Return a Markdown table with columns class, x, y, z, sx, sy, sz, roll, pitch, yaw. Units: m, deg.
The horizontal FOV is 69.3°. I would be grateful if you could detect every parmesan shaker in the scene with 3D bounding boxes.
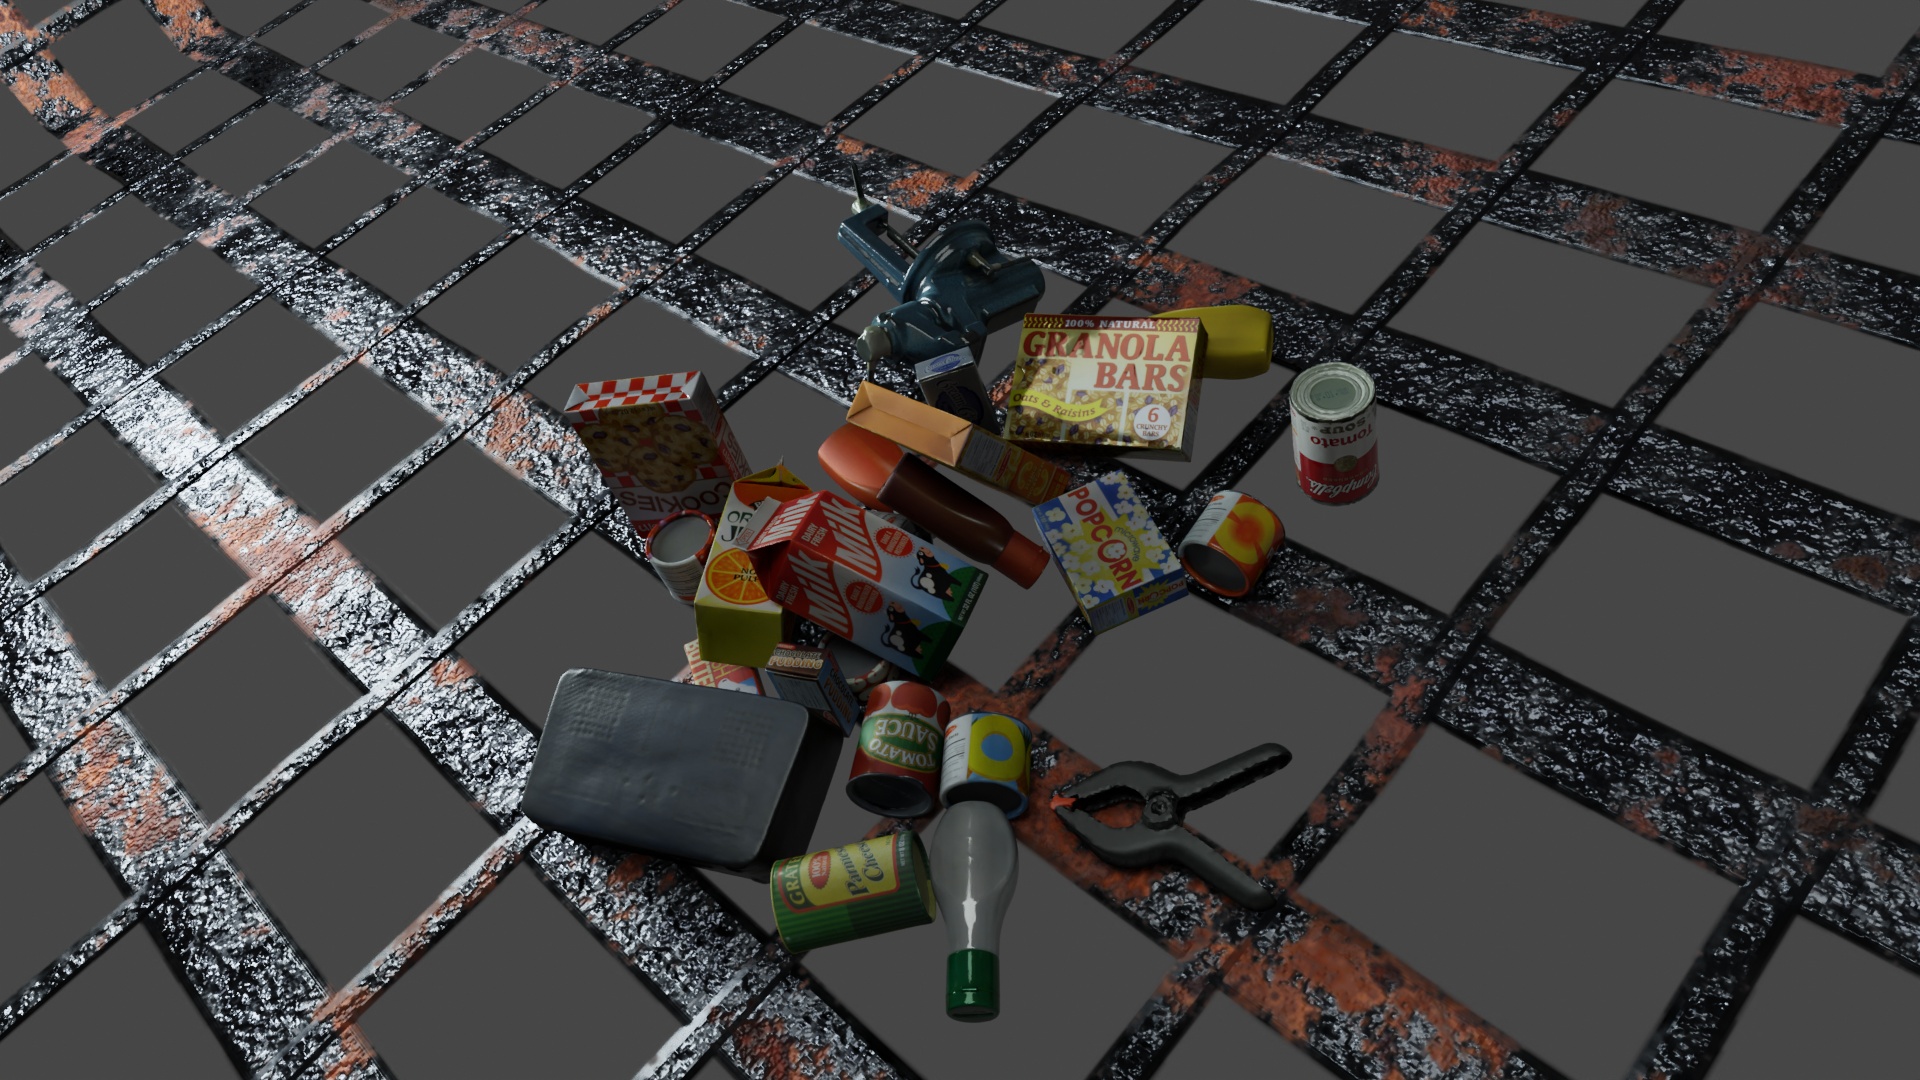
| class | x | y | z | sx | sy | sz | roll | pitch | yaw |
| --- | --- | --- | --- | --- | --- | --- | --- | --- | --- |
| parmesan shaker | -0.075 | 0.247 | 0.986 | 0.103 | 0.071 | 0.071 | -15 | 48 | 6 |

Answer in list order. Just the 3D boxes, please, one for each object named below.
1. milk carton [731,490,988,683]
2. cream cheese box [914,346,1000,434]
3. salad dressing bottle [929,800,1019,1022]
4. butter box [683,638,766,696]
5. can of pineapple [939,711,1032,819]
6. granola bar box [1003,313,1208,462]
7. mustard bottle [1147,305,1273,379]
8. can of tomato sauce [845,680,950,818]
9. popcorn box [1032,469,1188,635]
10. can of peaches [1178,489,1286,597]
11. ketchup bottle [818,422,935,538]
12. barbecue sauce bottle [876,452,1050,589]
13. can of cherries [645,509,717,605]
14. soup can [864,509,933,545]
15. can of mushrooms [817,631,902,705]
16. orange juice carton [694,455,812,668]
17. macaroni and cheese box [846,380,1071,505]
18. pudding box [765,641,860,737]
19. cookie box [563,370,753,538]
| class | x | y | z | sx | sy | sz | roll | pitch | yaw |
| --- | --- | --- | --- | --- | --- | --- | --- | --- | --- |
| milk carton | -0.083 | 0.027 | 1.106 | 0.190 | 0.073 | 0.073 | 28 | 40 | 0 |
| cream cheese box | -0.002 | -0.128 | 1.260 | 0.053 | 0.103 | 0.024 | -17 | 54 | 6 |
| salad dressing bottle | 0.009 | 0.256 | 0.965 | 0.064 | 0.043 | 0.148 | -4 | 50 | 6 |
| butter box | -0.195 | 0.118 | 1.163 | 0.053 | 0.024 | 0.104 | -24 | 47 | -2 |
| can of pineapple | 0.021 | 0.168 | 1.023 | 0.071 | 0.070 | 0.058 | -6 | 50 | 14 |
| granola bar box | 0.129 | -0.138 | 1.238 | 0.165 | 0.039 | 0.124 | 5 | 77 | 22 |
| mustard bottle | 0.204 | -0.182 | 1.275 | 0.160 | 0.048 | 0.065 | 3 | 58 | 21 |
| can of tomato sauce | -0.045 | 0.157 | 1.050 | 0.071 | 0.071 | 0.083 | -2 | 50 | 17 |
| popcorn box | 0.122 | 0.008 | 1.146 | 0.085 | 0.038 | 0.127 | -23 | 47 | -3 |
| can of peaches | 0.216 | 0.005 | 1.100 | 0.071 | 0.071 | 0.058 | 22 | 60 | 32 |
| ketchup bottle | -0.066 | -0.053 | 1.257 | 0.065 | 0.043 | 0.149 | -37 | 49 | -13 |
| barbecue sauce bottle | 0.004 | -0.014 | 1.150 | 0.148 | 0.043 | 0.065 | 33 | 22 | -4 |
| can of cherries | -0.241 | 0.013 | 1.247 | 0.071 | 0.058 | 0.072 | -9 | 49 | 11 |
| soup can | -0.075 | 0.009 | 1.191 | 0.084 | 0.071 | 0.072 | 7 | 53 | 29 |
| can of mushrooms | -0.081 | 0.097 | 1.138 | 0.071 | 0.033 | 0.071 | -10 | 48 | 11 |
| orange juice carton | -0.171 | 0.014 | 1.195 | 0.073 | 0.071 | 0.194 | 6 | 43 | 1 |
| macaroni and cheese box | 0.001 | -0.078 | 1.178 | 0.124 | 0.166 | 0.040 | 25 | 92 | 34 |
| pudding box | -0.116 | 0.119 | 1.098 | 0.049 | 0.083 | 0.030 | 6 | 50 | 23 |
| cookie box | -0.263 | -0.073 | 1.255 | 0.123 | 0.166 | 0.040 | -5 | 46 | 15 |
